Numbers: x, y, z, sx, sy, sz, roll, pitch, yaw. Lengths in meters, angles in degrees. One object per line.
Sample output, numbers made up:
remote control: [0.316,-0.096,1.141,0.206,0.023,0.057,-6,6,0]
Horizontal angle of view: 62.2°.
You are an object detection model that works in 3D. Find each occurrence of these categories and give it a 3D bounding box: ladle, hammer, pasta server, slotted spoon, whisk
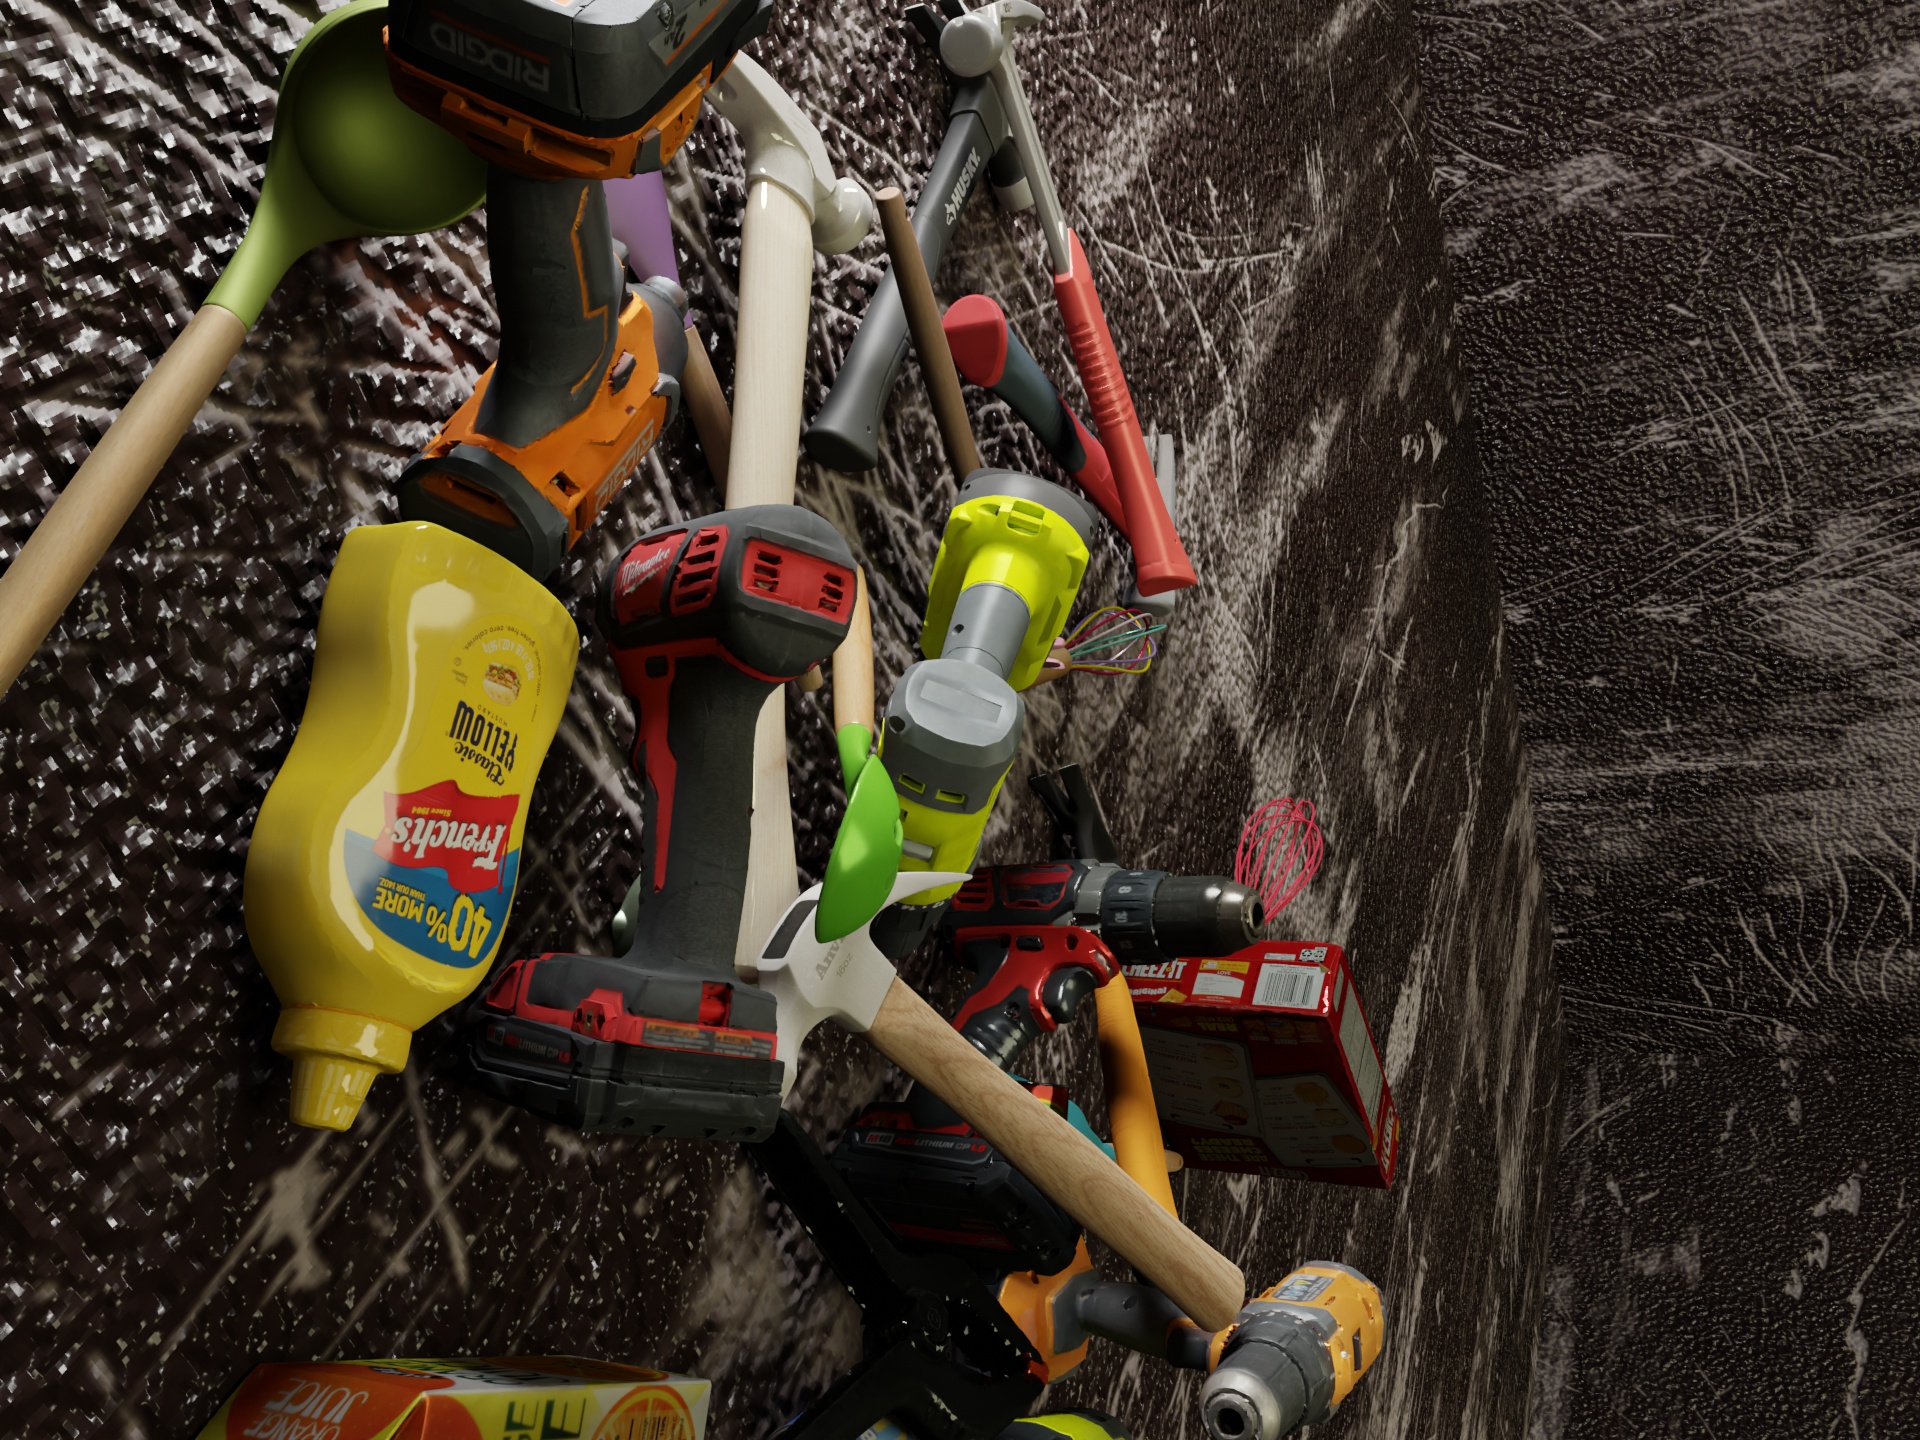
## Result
ladle: [-0.223,-0.100,0.474,0.078,0.062,0.320,65,36,-52]
hammer: [0.075,-0.246,0.958,0.149,0.037,0.359,-58,131,-61]
pasta server: [0.008,-0.149,0.887,0.060,0.040,0.315,-86,163,-46]
hammer: [0.078,-0.190,1.043,0.386,0.038,0.143,32,58,-64]
hammer: [-0.025,-0.266,0.895,0.146,0.035,0.335,59,39,-43]
slotted spoon: [-0.046,-0.006,0.696,0.314,0.031,0.070,-99,-160,-62]
whisk: [0.244,0.169,1.340,0.296,0.073,0.073,-57,136,-41]
hammer: [0.091,0.174,0.939,0.337,0.034,0.127,-95,163,-51]
hammer: [-0.093,-0.094,0.691,0.146,0.038,0.411,32,54,-58]
whisk: [0.077,-0.041,1.057,0.245,0.051,0.047,-21,112,-58]
hammer: [0.032,0.183,0.706,0.331,0.031,0.130,46,56,-31]

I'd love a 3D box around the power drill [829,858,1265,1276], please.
power drill: [0.049,0.165,0.829,0.080,0.188,0.227,58,42,-34]

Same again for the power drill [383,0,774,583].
power drill: [-0.127,-0.171,0.548,0.226,0.084,0.164,112,2,-49]

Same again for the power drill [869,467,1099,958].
power drill: [-0.001,-0.003,0.818,0.190,0.080,0.229,109,0,-47]

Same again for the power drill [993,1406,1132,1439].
power drill: [0.031,0.489,0.844,0.171,0.080,0.223,38,57,-60]

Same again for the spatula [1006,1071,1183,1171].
spatula: [0.095,0.292,1.076,0.317,0.044,0.082,36,55,-62]

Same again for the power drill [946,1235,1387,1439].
power drill: [0.097,0.333,0.851,0.185,0.226,0.084,4,83,-62]

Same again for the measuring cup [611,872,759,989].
measuring cup: [-0.104,0.054,0.699,0.083,0.038,0.168,37,57,-56]

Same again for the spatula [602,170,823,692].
spatula: [-0.118,-0.153,0.721,0.060,0.018,0.315,-54,133,-53]

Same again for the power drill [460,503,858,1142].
power drill: [-0.110,0.033,0.584,0.078,0.143,0.220,16,79,-37]
